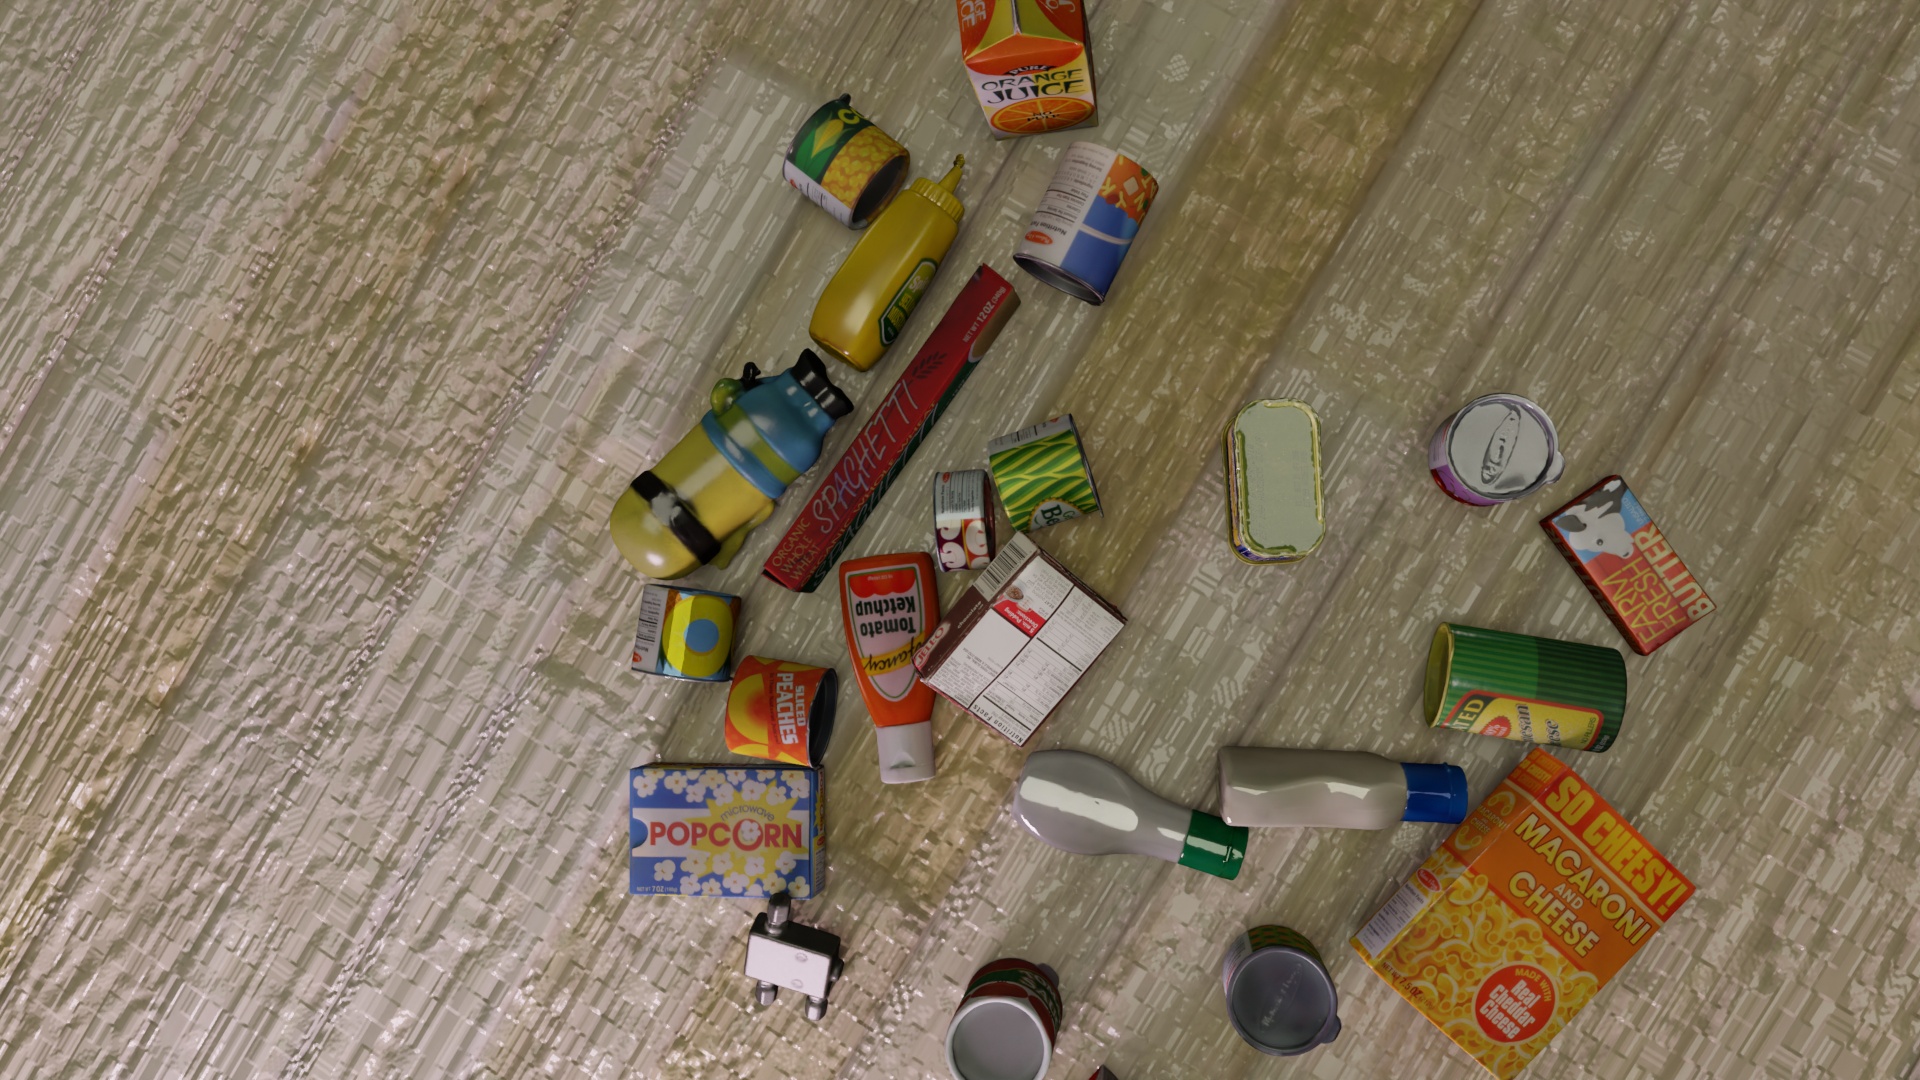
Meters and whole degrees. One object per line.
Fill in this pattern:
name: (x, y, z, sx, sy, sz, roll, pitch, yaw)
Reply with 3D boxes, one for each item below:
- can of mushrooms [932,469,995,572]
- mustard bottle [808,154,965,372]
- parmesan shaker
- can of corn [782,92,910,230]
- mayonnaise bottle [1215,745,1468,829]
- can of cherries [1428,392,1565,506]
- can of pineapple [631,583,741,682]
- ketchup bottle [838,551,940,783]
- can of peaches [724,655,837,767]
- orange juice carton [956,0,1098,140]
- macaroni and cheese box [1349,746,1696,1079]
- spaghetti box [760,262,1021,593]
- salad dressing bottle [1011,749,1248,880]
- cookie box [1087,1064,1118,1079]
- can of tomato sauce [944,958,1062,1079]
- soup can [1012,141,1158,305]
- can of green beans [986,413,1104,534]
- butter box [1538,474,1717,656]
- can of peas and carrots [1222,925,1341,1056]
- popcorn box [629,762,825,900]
can of mushrooms: (0.003, -0.011, 0.906, 0.033, 0.071, 0.071, -5, 87, 7)
mustard bottle: (-0.039, -0.189, 0.922, 0.049, 0.065, 0.160, 33, 88, 12)
parmesan shaker: (0.344, 0.089, 0.849, 0.103, 0.071, 0.071, 8, 89, 8)
can of corn: (-0.074, -0.252, 0.927, 0.058, 0.071, 0.071, 39, 93, 7)
mayonnaise bottle: (0.237, 0.156, 0.867, 0.148, 0.065, 0.041, 2, 106, 4)
can of cherries: (0.332, -0.053, 0.865, 0.071, 0.058, 0.071, 0, 86, 8)
can of pineapple: (-0.181, 0.062, 0.927, 0.071, 0.071, 0.058, 8, 89, 8)
ketchup bottle: (-0.042, 0.083, 0.917, 0.065, 0.043, 0.149, -7, 87, 7)
can of peaches: (-0.118, 0.111, 0.912, 0.058, 0.071, 0.071, 9, 89, 9)
orange juice carton: (0.041, -0.313, 0.850, 0.073, 0.193, 0.072, -6, 88, 9)
macaroni and cheese box: (0.339, 0.227, 0.842, 0.123, 0.040, 0.166, 42, 93, -11)
spaghetti box: (-0.045, -0.070, 0.922, 0.029, 0.050, 0.250, 36, 93, 9)
salad dressing bottle: (0.108, 0.179, 0.892, 0.148, 0.044, 0.064, 17, 88, 7)
cookie box: (0.108, 0.442, 0.879, 0.167, 0.040, 0.123, 44, 93, 8)
can of tomato sauce: (0.030, 0.307, 0.875, 0.071, 0.083, 0.071, 0, 88, 8)
soup can: (0.084, -0.205, 0.905, 0.071, 0.071, 0.083, 27, 91, 8)
can of green beans: (0.054, -0.042, 0.899, 0.058, 0.071, 0.071, -18, 85, 7)
butter box: (0.416, 0.015, 0.866, 0.053, 0.024, 0.103, -34, 83, 4)
can of peas and carrots: (0.200, 0.280, 0.865, 0.071, 0.059, 0.071, 0, 88, 8)
popcorn box: (-0.155, 0.193, 0.930, 0.127, 0.038, 0.085, -1, 88, 8)
